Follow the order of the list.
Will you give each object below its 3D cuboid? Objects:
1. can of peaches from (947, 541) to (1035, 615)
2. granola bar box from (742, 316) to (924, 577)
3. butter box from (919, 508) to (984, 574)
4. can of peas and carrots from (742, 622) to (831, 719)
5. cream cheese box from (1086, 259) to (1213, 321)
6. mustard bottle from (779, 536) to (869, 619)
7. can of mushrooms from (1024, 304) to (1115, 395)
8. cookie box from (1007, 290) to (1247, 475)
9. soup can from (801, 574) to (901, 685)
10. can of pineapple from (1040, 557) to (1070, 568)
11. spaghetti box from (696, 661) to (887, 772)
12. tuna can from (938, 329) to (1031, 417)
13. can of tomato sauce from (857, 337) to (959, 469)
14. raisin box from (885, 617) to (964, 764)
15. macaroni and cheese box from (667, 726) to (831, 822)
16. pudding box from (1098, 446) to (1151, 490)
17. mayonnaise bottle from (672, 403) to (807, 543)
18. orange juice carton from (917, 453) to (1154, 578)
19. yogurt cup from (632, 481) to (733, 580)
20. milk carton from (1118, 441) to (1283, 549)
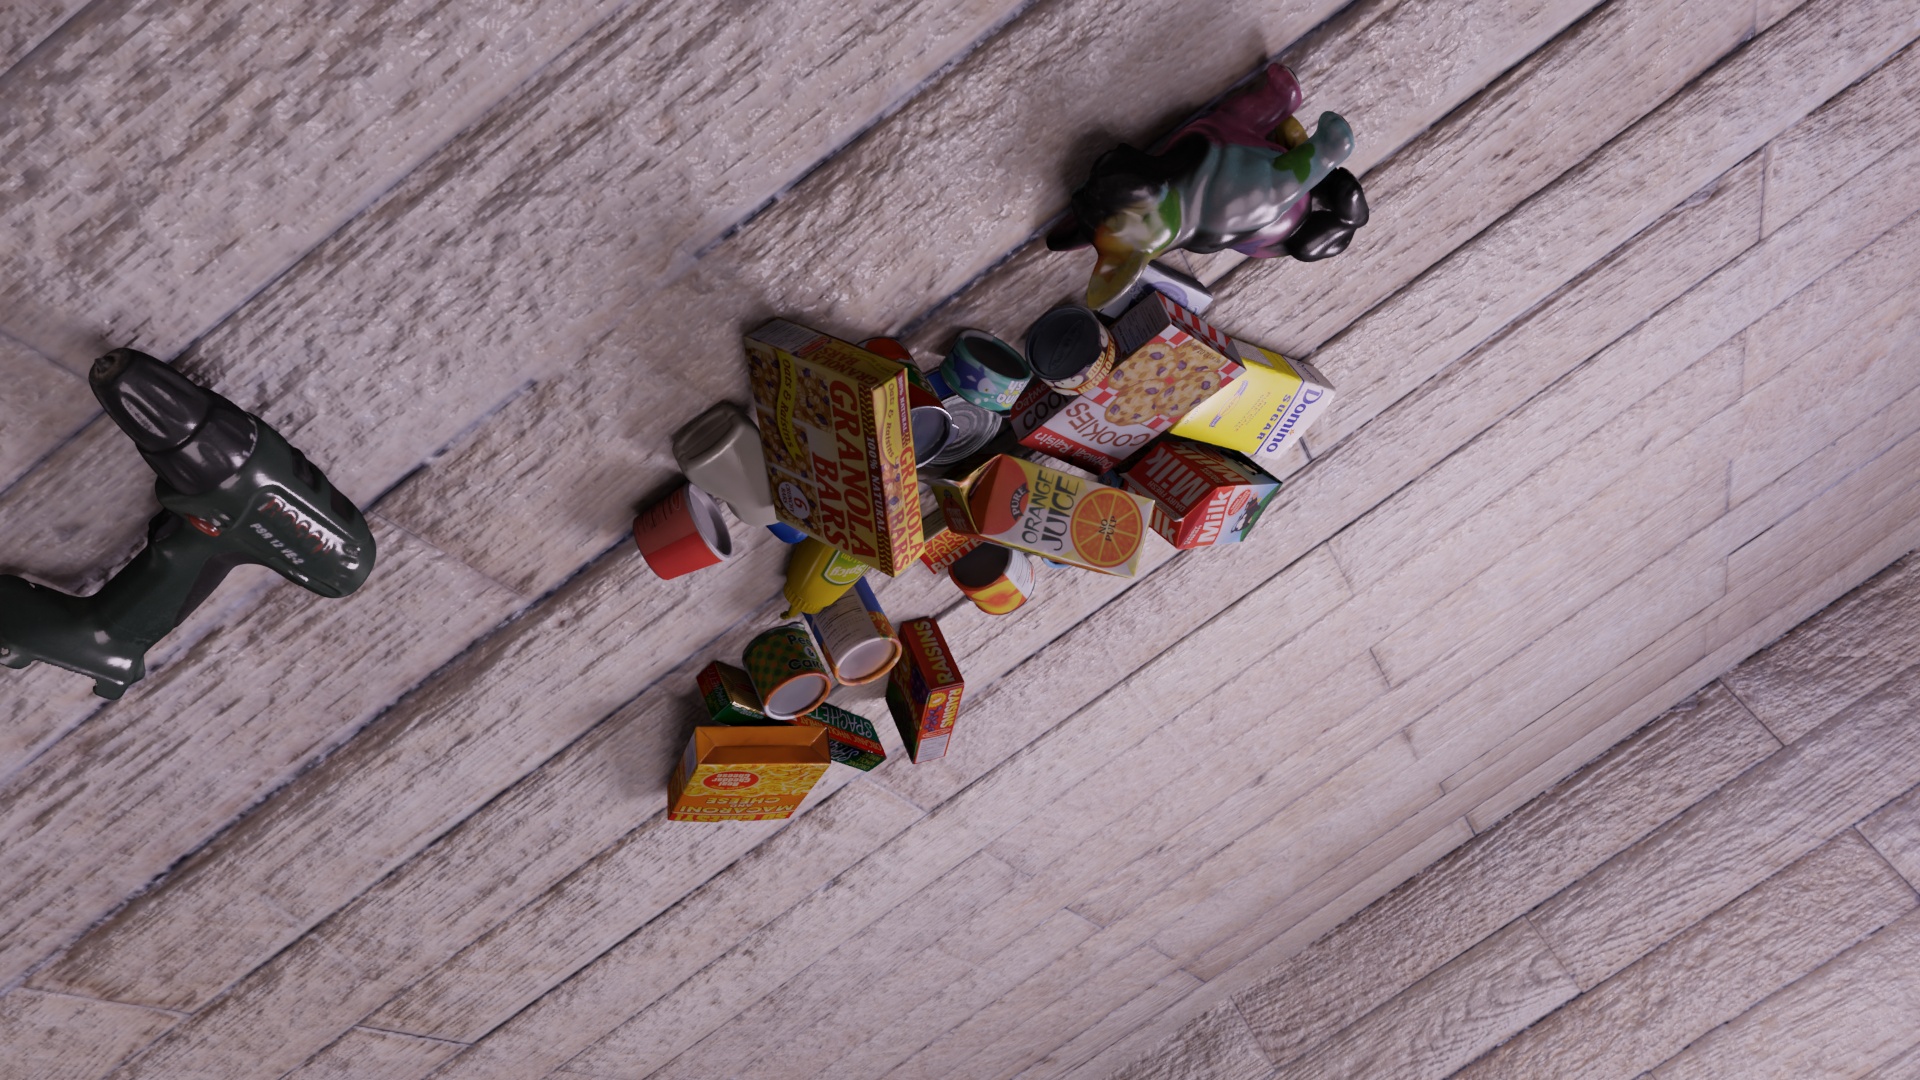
[{"bbox_3d":[0.026,0.029,1.284,0.071,0.071,0.058,-35,145,5],"label":"can of peaches"},{"bbox_3d":[-0.089,-0.067,1.001,0.039,0.124,0.164,-40,140,-35],"label":"granola bar box"},{"bbox_3d":[0.004,-0.016,1.249,0.103,0.024,0.053,-34,144,4],"label":"butter box"},{"bbox_3d":[-0.156,0.119,1.265,0.071,0.059,0.070,-20,144,-15],"label":"can of peas and carrots"},{"bbox_3d":[0.157,-0.199,1.136,0.104,0.024,0.053,12,128,-44],"label":"cream cheese box"},{"bbox_3d":[-0.109,0.016,1.181,0.065,0.049,0.159,10,128,-41],"label":"mustard bottle"},{"bbox_3d":[0.089,-0.150,1.106,0.071,0.071,0.033,-40,146,12],"label":"can of mushrooms"},{"bbox_3d":[0.139,-0.126,1.171,0.167,0.040,0.123,-36,147,28],"label":"cookie box"},{"bbox_3d":[-0.097,0.078,1.237,0.071,0.084,0.071,-20,144,-15],"label":"soup can"},{"bbox_3d":[0.091,-0.015,1.284,0.071,0.058,0.070,-20,144,-15],"label":"can of pineapple"},{"bbox_3d":[-0.157,0.174,1.339,0.028,0.050,0.249,-39,145,14],"label":"spaghetti box"},{"bbox_3d":[0.021,-0.130,1.080,0.071,0.071,0.032,5,130,-40],"label":"tuna can"},{"bbox_3d":[-0.050,-0.103,1.049,0.071,0.083,0.070,-20,144,-16],"label":"can of tomato sauce"},{"bbox_3d":[-0.037,0.148,1.364,0.040,0.086,0.122,-9,140,-21],"label":"raisin box"},{"bbox_3d":[-0.204,0.223,1.314,0.124,0.040,0.165,3,150,-21],"label":"macaroni and cheese box"},{"bbox_3d":[0.155,-0.047,1.317,0.050,0.030,0.083,-15,142,-21],"label":"pudding box"},{"bbox_3d":[-0.161,-0.045,1.077,0.065,0.041,0.147,-38,146,0],"label":"mayonnaise bottle"},{"bbox_3d":[0.060,-0.026,1.186,0.193,0.072,0.073,16,87,-21],"label":"orange juice carton"},{"bbox_3d":[-0.215,-0.005,1.067,0.054,0.073,0.072,-26,145,7],"label":"yogurt cup"},{"bbox_3d":[0.217,-0.043,1.284,0.191,0.072,0.073,-4,130,-54],"label":"milk carton"}]
